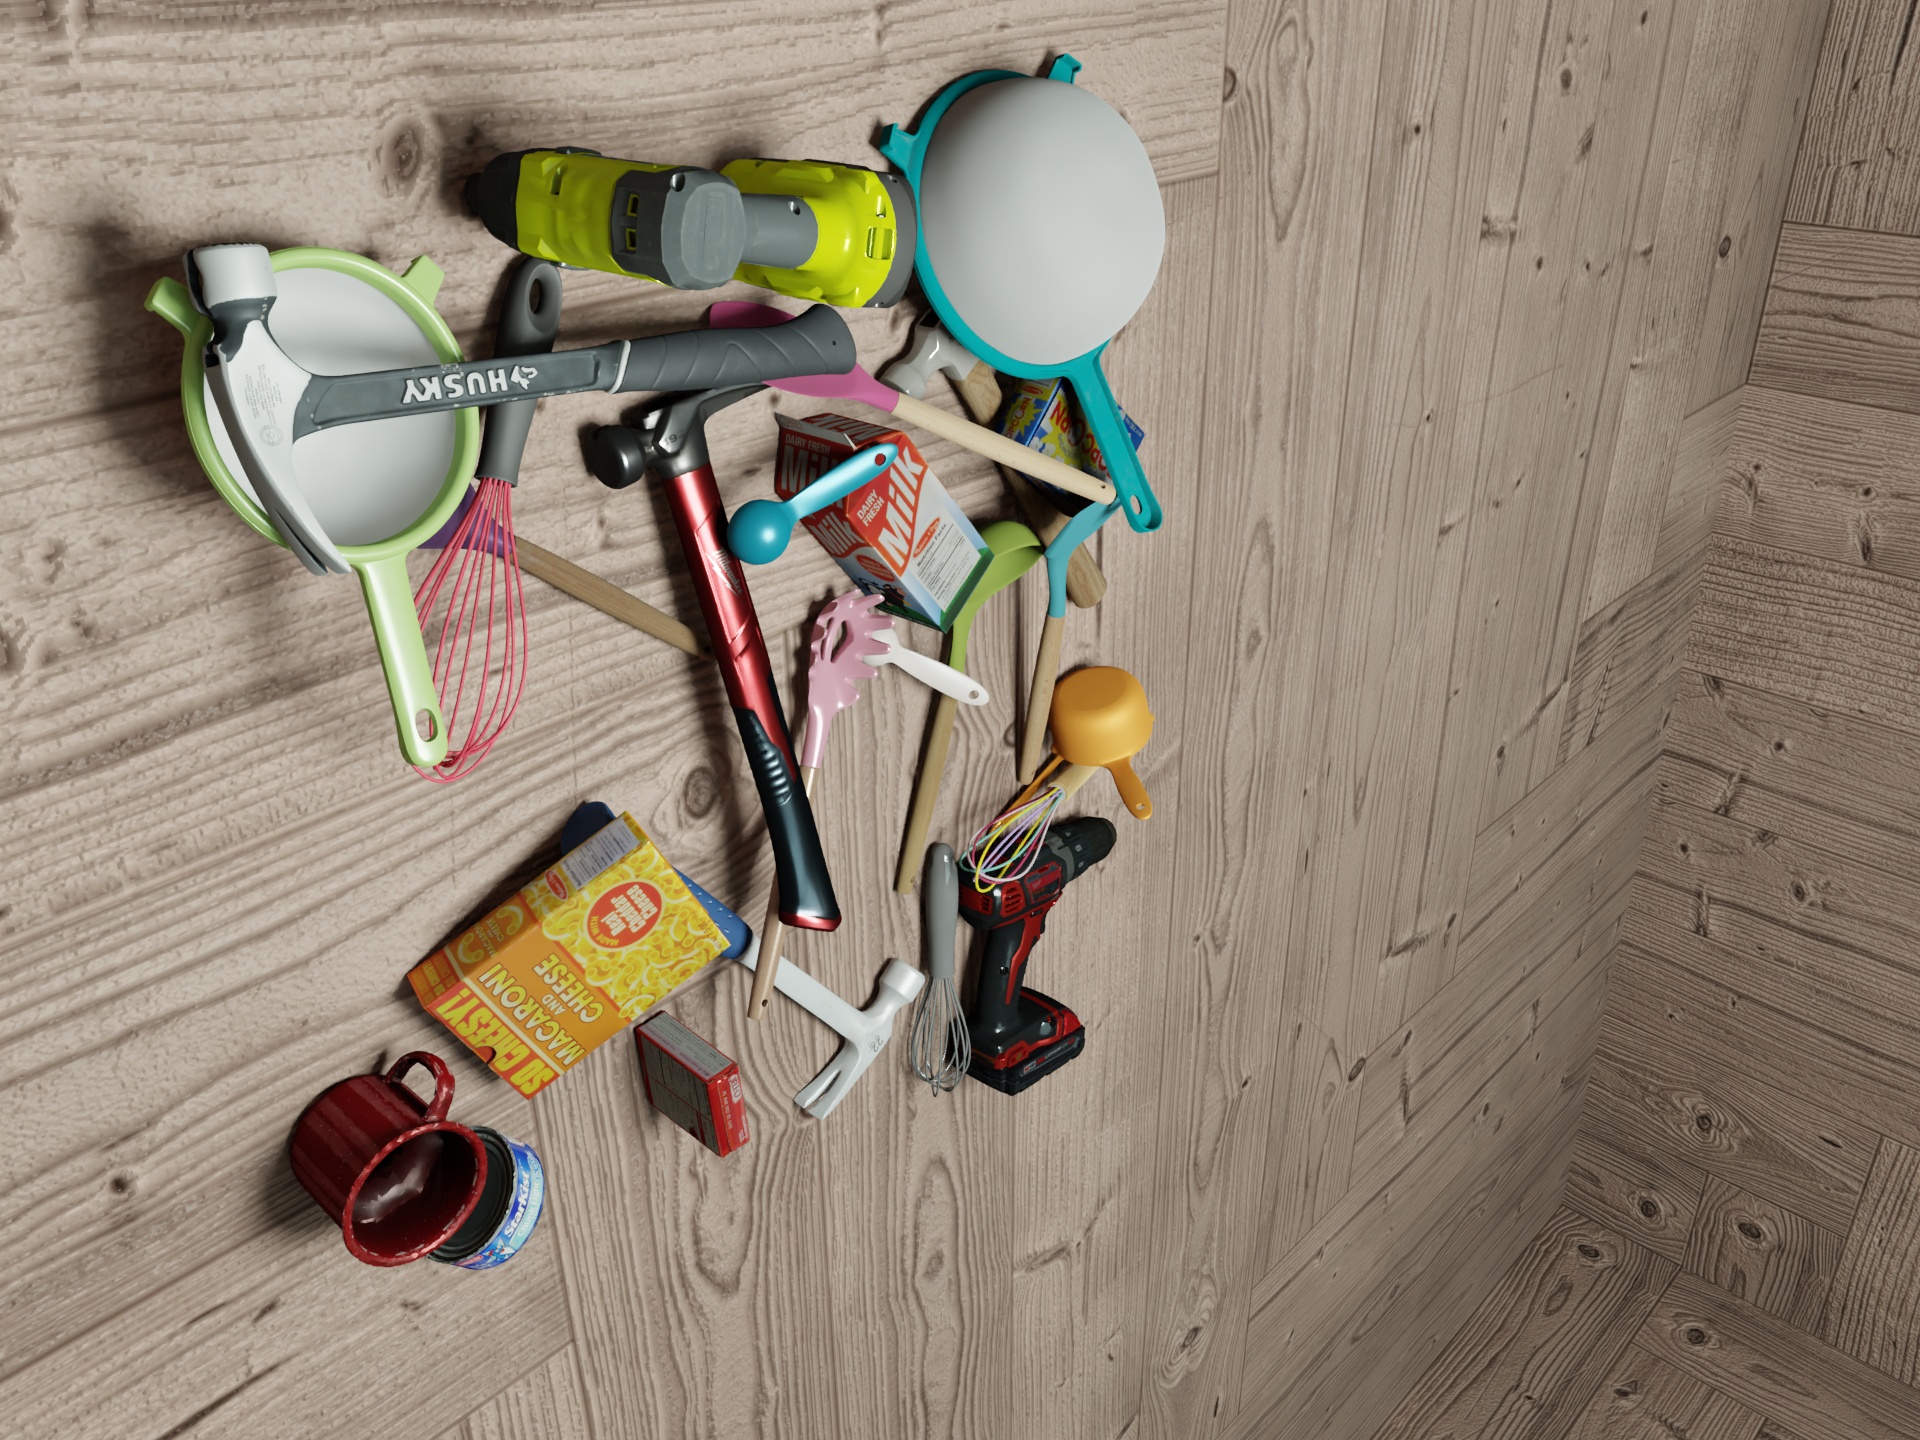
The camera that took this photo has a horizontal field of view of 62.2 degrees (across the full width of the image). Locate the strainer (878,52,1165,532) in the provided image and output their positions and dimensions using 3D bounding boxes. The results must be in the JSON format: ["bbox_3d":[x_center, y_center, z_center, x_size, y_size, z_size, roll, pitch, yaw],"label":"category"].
[{"bbox_3d":[0.095,-0.289,1.097,0.211,0.095,0.340,-36,110,-33],"label":"strainer"}]

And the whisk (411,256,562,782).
[{"bbox_3d":[-0.258,-0.112,0.870,0.073,0.073,0.296,16,83,-52],"label":"whisk"}]

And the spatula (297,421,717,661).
[{"bbox_3d":[-0.248,-0.096,0.942,0.315,0.018,0.060,31,80,-51],"label":"spatula"}]

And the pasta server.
[{"bbox_3d":[-0.109,0.061,1.139,0.060,0.040,0.316,13,89,-41],"label":"pasta server"}]

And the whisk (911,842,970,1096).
[{"bbox_3d":[-0.017,0.215,1.357,0.055,0.055,0.238,-19,118,-44],"label":"whisk"}]

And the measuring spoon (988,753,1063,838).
[{"bbox_3d":[0.059,0.059,1.398,0.117,0.011,0.021,-48,158,-19],"label":"measuring spoon"}]

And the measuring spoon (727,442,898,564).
[{"bbox_3d":[-0.088,-0.139,1.002,0.128,0.021,0.042,-34,126,-16],"label":"measuring spoon"}]

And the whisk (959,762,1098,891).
[{"bbox_3d":[0.072,0.076,1.371,0.245,0.051,0.047,-40,113,-48],"label":"whisk"}]

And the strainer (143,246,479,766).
[{"bbox_3d":[-0.310,-0.100,0.794,0.151,0.069,0.256,-26,111,-48],"label":"strainer"}]

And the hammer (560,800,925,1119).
[{"bbox_3d":[-0.159,0.174,1.173,0.144,0.035,0.405,-57,141,-13],"label":"hammer"}]

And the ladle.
[{"bbox_3d":[-0.002,-0.004,1.255,0.078,0.062,0.320,-10,119,-54],"label":"ladle"}]

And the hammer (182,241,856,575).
[{"bbox_3d":[-0.197,-0.182,0.849,0.409,0.036,0.149,-22,108,-49],"label":"hammer"}]

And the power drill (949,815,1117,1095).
[{"bbox_3d":[0.069,0.200,1.431,0.188,0.080,0.226,-21,120,-44],"label":"power drill"}]

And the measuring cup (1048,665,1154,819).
[{"bbox_3d":[0.127,0.015,1.335,0.095,0.174,0.052,-18,125,-2],"label":"measuring cup"}]

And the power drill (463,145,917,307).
[{"bbox_3d":[-0.142,-0.274,0.871,0.223,0.171,0.080,-19,122,-54],"label":"power drill"}]

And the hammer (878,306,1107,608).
[{"bbox_3d":[0.049,-0.198,1.236,0.130,0.031,0.331,-54,141,-15],"label":"hammer"}]

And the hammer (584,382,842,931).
[{"bbox_3d":[-0.128,-0.032,1.056,0.143,0.038,0.386,-34,123,-37],"label":"hammer"}]

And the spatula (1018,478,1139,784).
[{"bbox_3d":[0.080,-0.060,1.280,0.082,0.044,0.317,-32,145,-37],"label":"spatula"}]

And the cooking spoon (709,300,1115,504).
[{"bbox_3d":[-0.024,-0.201,1.056,0.318,0.017,0.069,18,52,-30],"label":"cooking spoon"}]

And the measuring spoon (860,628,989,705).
[{"bbox_3d":[-0.026,-0.037,1.198,0.124,0.018,0.034,26,107,-29],"label":"measuring spoon"}]
